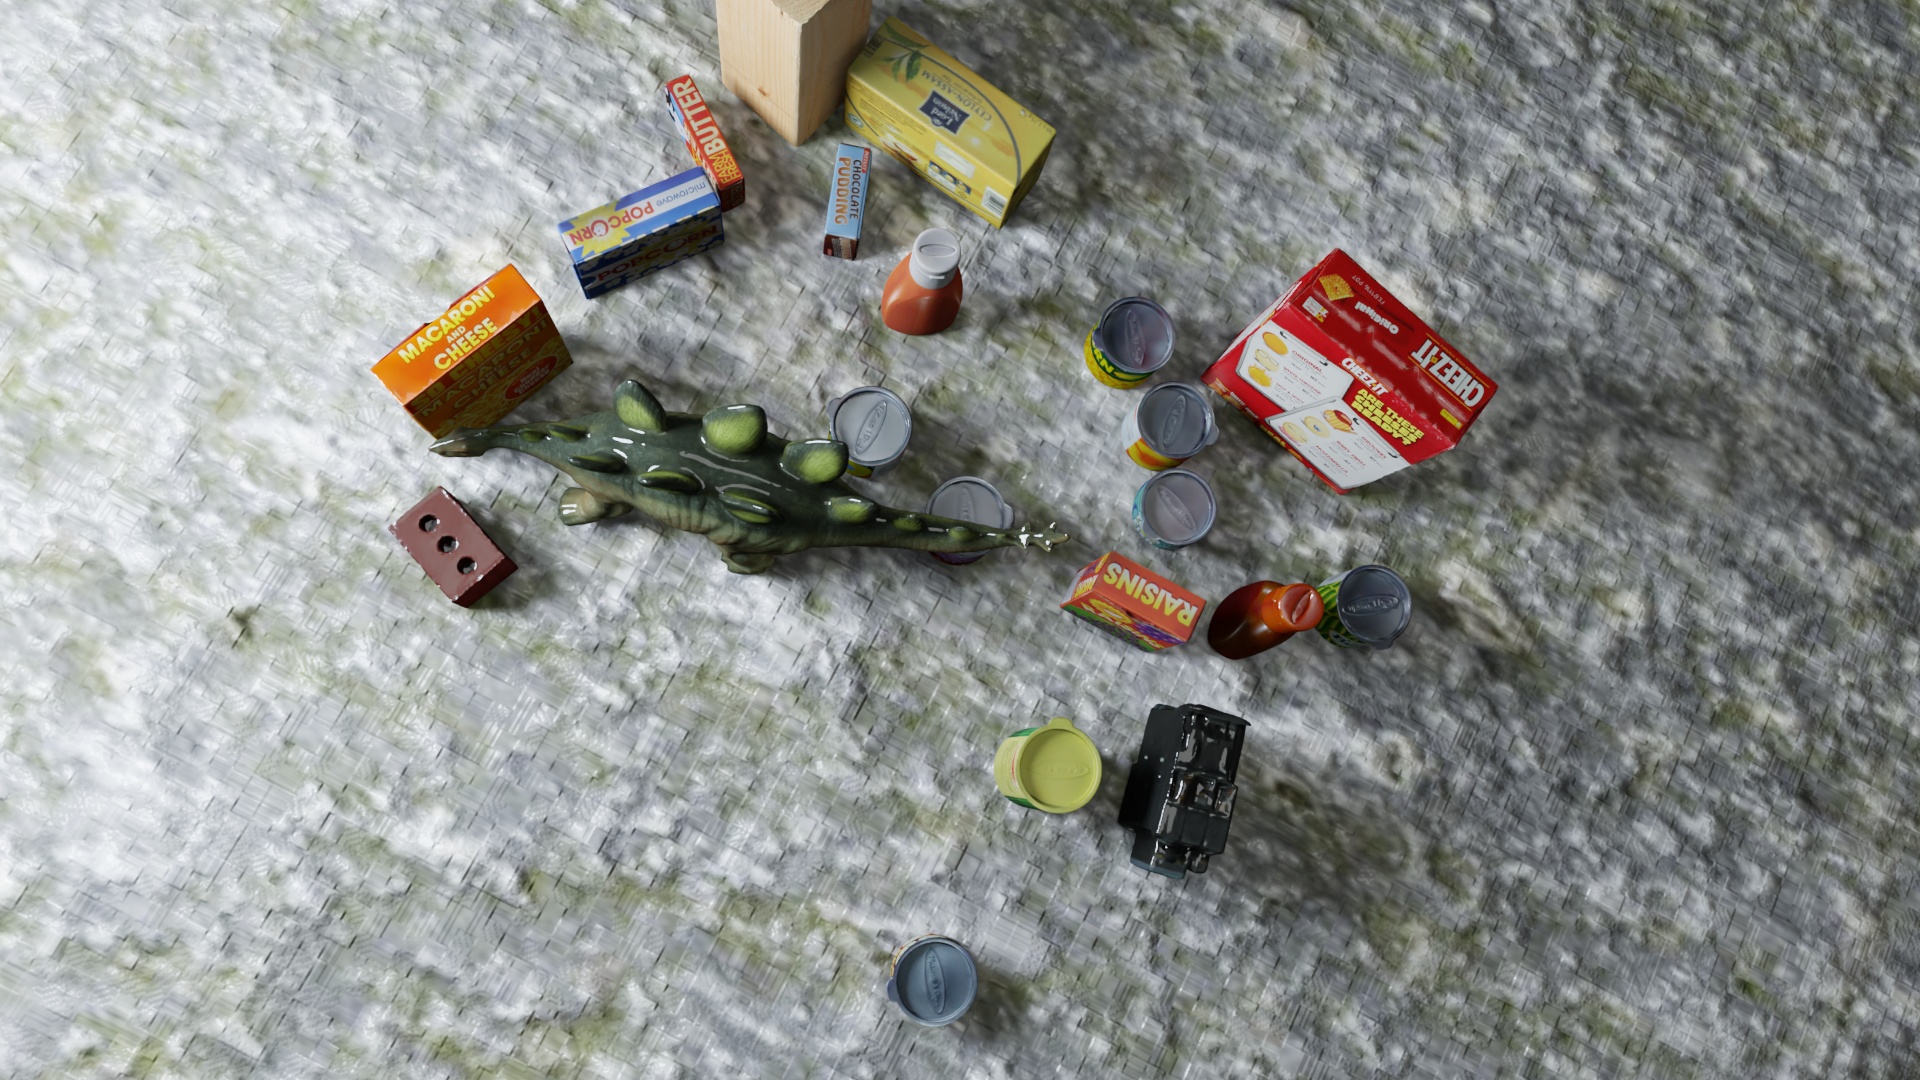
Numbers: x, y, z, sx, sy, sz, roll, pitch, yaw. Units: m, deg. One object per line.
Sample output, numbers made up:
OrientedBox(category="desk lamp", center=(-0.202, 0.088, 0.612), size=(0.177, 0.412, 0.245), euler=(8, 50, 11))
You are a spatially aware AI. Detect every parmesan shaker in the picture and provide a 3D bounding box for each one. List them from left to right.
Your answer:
OrientedBox(category="parmesan shaker", center=(0.067, 0.175, 1.087), size=(0.071, 0.103, 0.071), euler=(1, 81, -8))

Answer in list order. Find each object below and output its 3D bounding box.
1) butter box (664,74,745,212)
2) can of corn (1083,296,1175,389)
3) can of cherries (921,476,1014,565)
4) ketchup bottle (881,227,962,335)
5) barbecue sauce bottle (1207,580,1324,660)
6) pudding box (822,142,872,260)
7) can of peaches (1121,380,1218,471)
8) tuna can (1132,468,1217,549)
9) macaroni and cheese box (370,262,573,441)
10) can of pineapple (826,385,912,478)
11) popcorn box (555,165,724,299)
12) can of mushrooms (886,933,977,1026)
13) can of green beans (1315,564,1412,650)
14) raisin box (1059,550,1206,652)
OrientedBox(category="butter box", center=(-0.212, -0.330, 1.157), size=(0.024, 0.053, 0.103), euler=(-27, 86, -11))
OrientedBox(category="can of corn", center=(0.140, -0.166, 1.177), size=(0.071, 0.058, 0.071), euler=(1, 81, -8))
OrientedBox(category="can of cherries", center=(0.004, -0.014, 1.133), size=(0.071, 0.058, 0.071), euler=(1, 81, -8))
OrientedBox(category="ketchup bottle", center=(-0.027, -0.206, 1.114), size=(0.065, 0.148, 0.043), euler=(-1, 81, -8))
OrientedBox(category="barbecue sauce bottle", center=(0.244, 0.060, 1.109), size=(0.043, 0.148, 0.065), euler=(33, 78, -2))
OrientedBox(category="pudding box", center=(-0.095, -0.284, 1.168), size=(0.030, 0.049, 0.084), euler=(9, 80, -7))
OrientedBox(category="can of peaches", center=(0.176, -0.094, 1.171), size=(0.071, 0.058, 0.071), euler=(1, 81, -8))
OrientedBox(category="tuna can", center=(0.178, -0.024, 1.172), size=(0.071, 0.032, 0.071), euler=(1, 81, -8))
OrientedBox(category="macaroni and cheese box", center=(-0.362, -0.132, 1.045), size=(0.124, 0.166, 0.040), euler=(-42, 89, -12))
OrientedBox(category="can of pineapple", center=(-0.076, -0.089, 1.134), size=(0.071, 0.057, 0.071), euler=(1, 81, -8))
OrientedBox(category="popcorn box", center=(-0.255, -0.247, 1.120), size=(0.127, 0.085, 0.038), euler=(-26, 86, -11))
OrientedBox(category="can of mushrooms", center=(-0.024, 0.342, 1.082), size=(0.071, 0.033, 0.071), euler=(1, 81, -8))
OrientedBox(category="can of green beans", center=(0.336, 0.057, 1.169), size=(0.071, 0.057, 0.071), euler=(1, 81, -8))
OrientedBox(category="raisin box", center=(0.135, 0.051, 1.107), size=(0.086, 0.123, 0.040), euler=(29, 79, -3))
